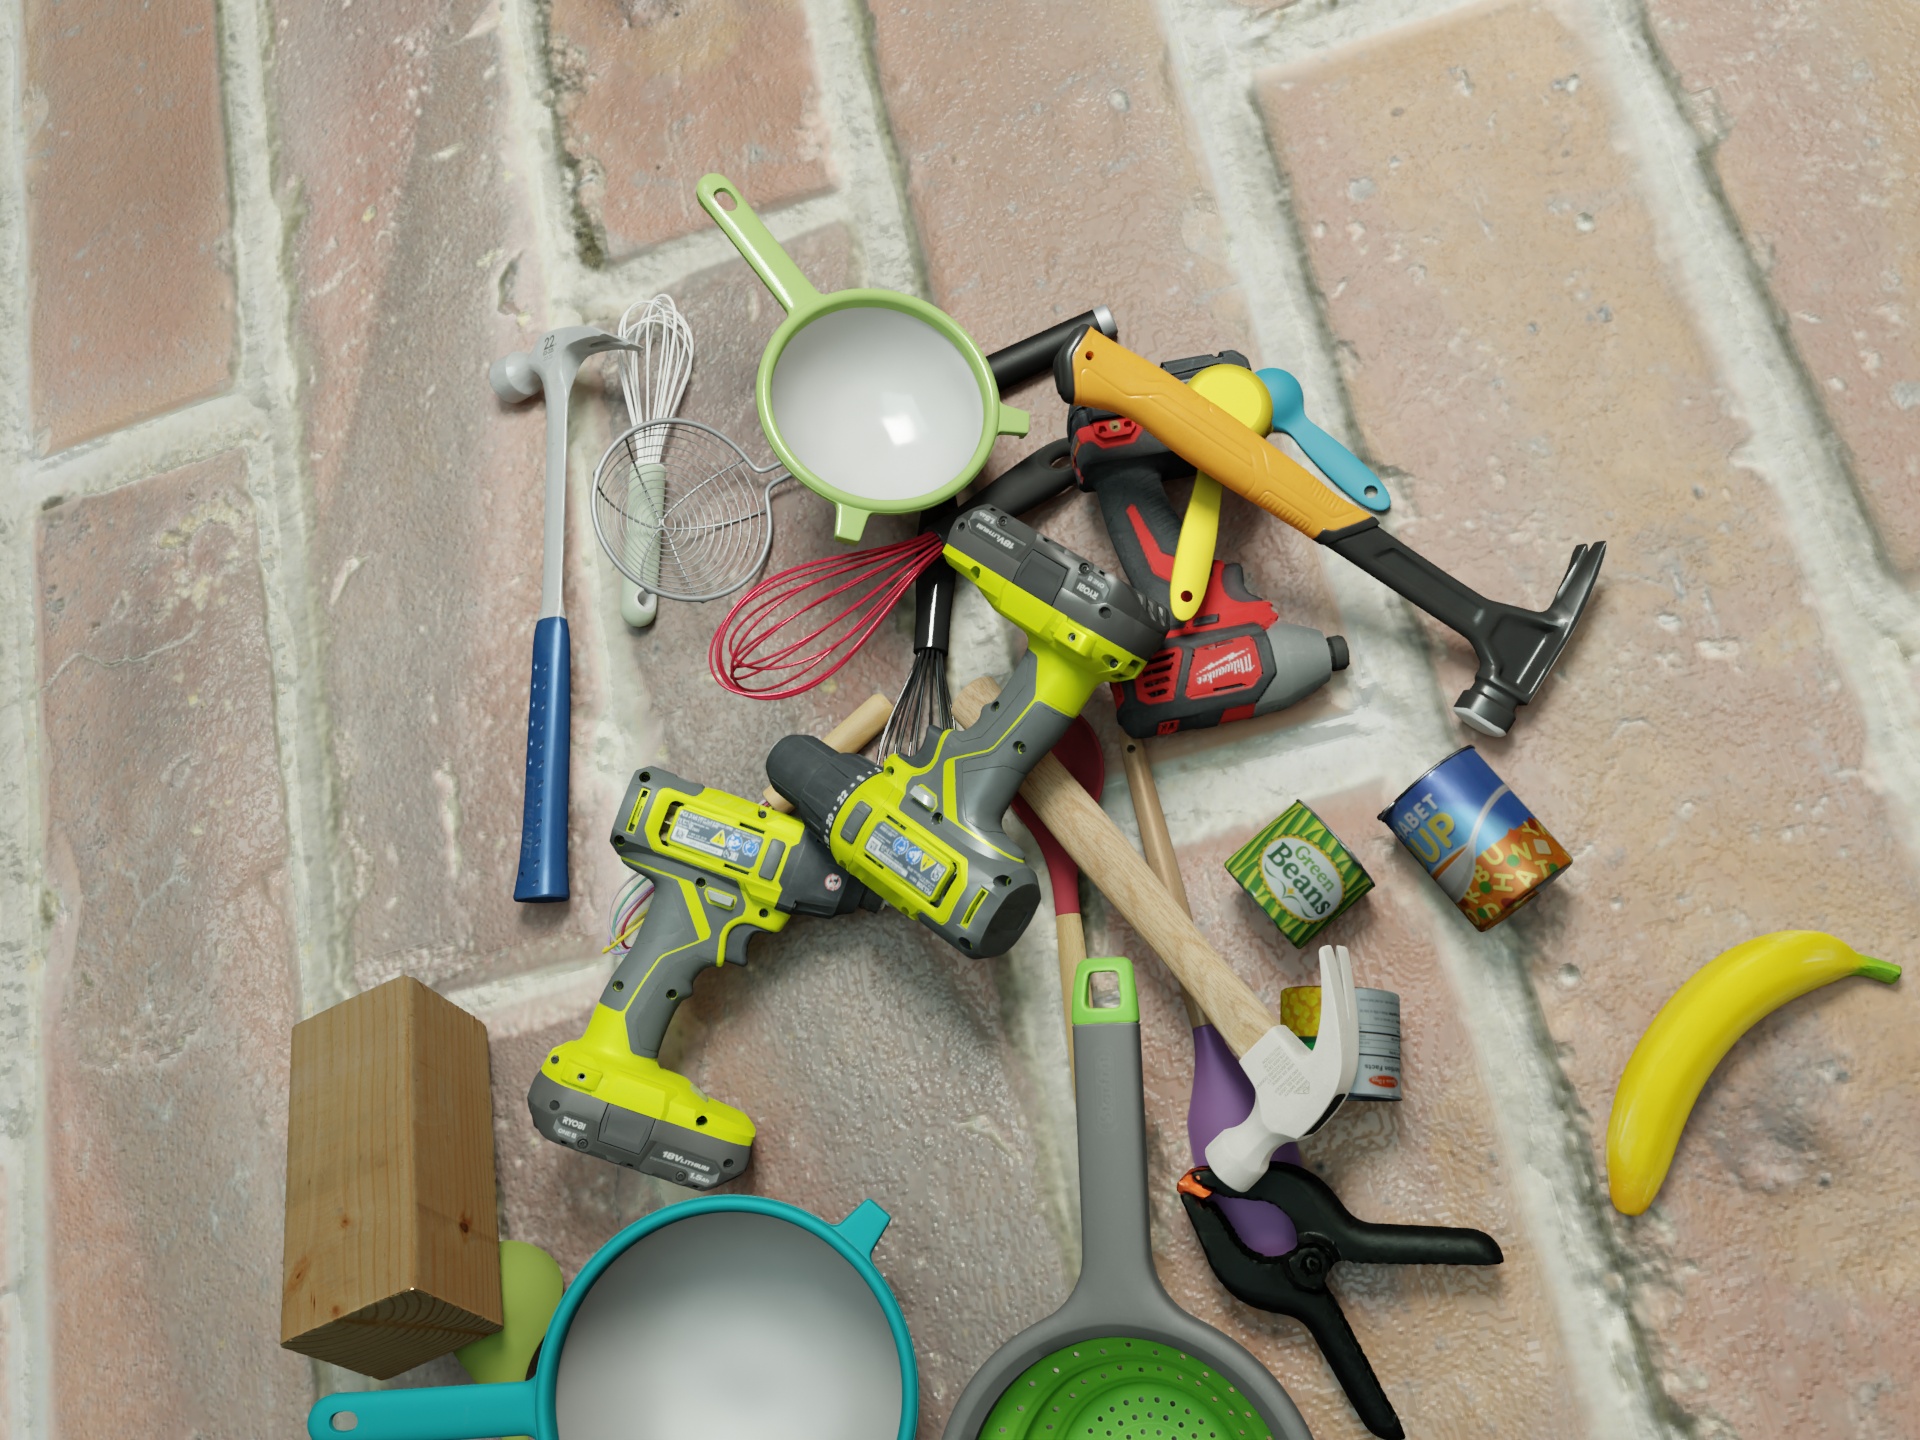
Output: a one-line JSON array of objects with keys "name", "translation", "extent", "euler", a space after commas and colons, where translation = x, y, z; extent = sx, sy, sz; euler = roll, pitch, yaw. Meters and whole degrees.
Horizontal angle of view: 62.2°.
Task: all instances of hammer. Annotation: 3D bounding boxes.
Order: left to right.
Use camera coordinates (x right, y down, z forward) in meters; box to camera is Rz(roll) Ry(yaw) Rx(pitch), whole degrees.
[{"name": "hammer", "translation": [-0.278, -0.080, 1.092], "extent": [0.144, 0.035, 0.406], "euler": [-12, 74, 40]}, {"name": "hammer", "translation": [0.099, 0.094, 0.907], "extent": [0.130, 0.031, 0.332], "euler": [-50, 59, 20]}, {"name": "hammer", "translation": [0.203, -0.129, 0.904], "extent": [0.337, 0.034, 0.127], "euler": [31, 89, -7]}]

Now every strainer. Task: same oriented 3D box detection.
[{"name": "strainer", "translation": [-0.189, 0.382, 0.907], "extent": [0.340, 0.095, 0.211], "euler": [-5, 77, 4]}, {"name": "strainer", "translation": [-0.087, -0.230, 1.003], "extent": [0.151, 0.069, 0.256], "euler": [-36, 84, -19]}]

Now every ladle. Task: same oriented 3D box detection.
[{"name": "ladle", "translation": [-0.250, 0.476, 0.953], "extent": [0.078, 0.062, 0.320], "euler": [-18, 78, 9]}, {"name": "ladle", "translation": [0.068, 0.142, 0.954], "extent": [0.069, 0.031, 0.316], "euler": [-12, 74, 23]}]

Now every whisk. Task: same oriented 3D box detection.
[{"name": "whisk", "translation": [-0.220, -0.185, 1.122], "extent": [0.059, 0.057, 0.246], "euler": [-13, 72, 49]}, {"name": "whisk", "translation": [-0.136, 0.070, 1.025], "extent": [0.245, 0.047, 0.051], "euler": [-41, 67, -2]}, {"name": "whisk", "translation": [-0.030, -0.101, 0.996], "extent": [0.296, 0.073, 0.073], "euler": [-34, 67, -19]}, {"name": "whisk", "translation": [-0.022, -0.045, 1.023], "extent": [0.055, 0.055, 0.239], "euler": [-2, 70, 16]}]

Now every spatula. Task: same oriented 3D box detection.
[{"name": "spatula", "translation": [0.139, 0.153, 0.933], "extent": [0.060, 0.018, 0.316], "euler": [-16, 74, 9]}]

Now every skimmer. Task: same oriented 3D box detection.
[{"name": "skimmer", "translation": [-0.066, -0.192, 1.051], "extent": [0.363, 0.090, 0.127], "euler": [-23, 93, 7]}]

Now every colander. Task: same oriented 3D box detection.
[{"name": "colander", "translation": [0.093, 0.330, 0.855], "extent": [0.204, 0.094, 0.397], "euler": [-5, 76, 15]}]

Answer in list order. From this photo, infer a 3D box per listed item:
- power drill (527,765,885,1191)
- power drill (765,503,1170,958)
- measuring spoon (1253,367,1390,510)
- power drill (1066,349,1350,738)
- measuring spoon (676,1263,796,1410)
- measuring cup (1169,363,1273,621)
[{"name": "power drill", "translation": [-0.154, 0.159, 0.966], "extent": [0.171, 0.080, 0.223], "euler": [21, 83, -7]}, {"name": "power drill", "translation": [-0.001, -0.003, 0.921], "extent": [0.191, 0.080, 0.228], "euler": [34, 98, 29]}, {"name": "measuring spoon", "translation": [0.223, -0.178, 0.999], "extent": [0.042, 0.021, 0.129], "euler": [-42, 67, 2]}, {"name": "power drill", "translation": [0.147, -0.105, 0.969], "extent": [0.143, 0.078, 0.220], "euler": [-10, 77, -1]}, {"name": "measuring spoon", "translation": [-0.132, 0.364, 0.960], "extent": [0.021, 0.011, 0.117], "euler": [35, 83, 8]}, {"name": "measuring cup", "translation": [0.145, -0.134, 0.923], "extent": [0.062, 0.029, 0.156], "euler": [12, 78, 3]}]
